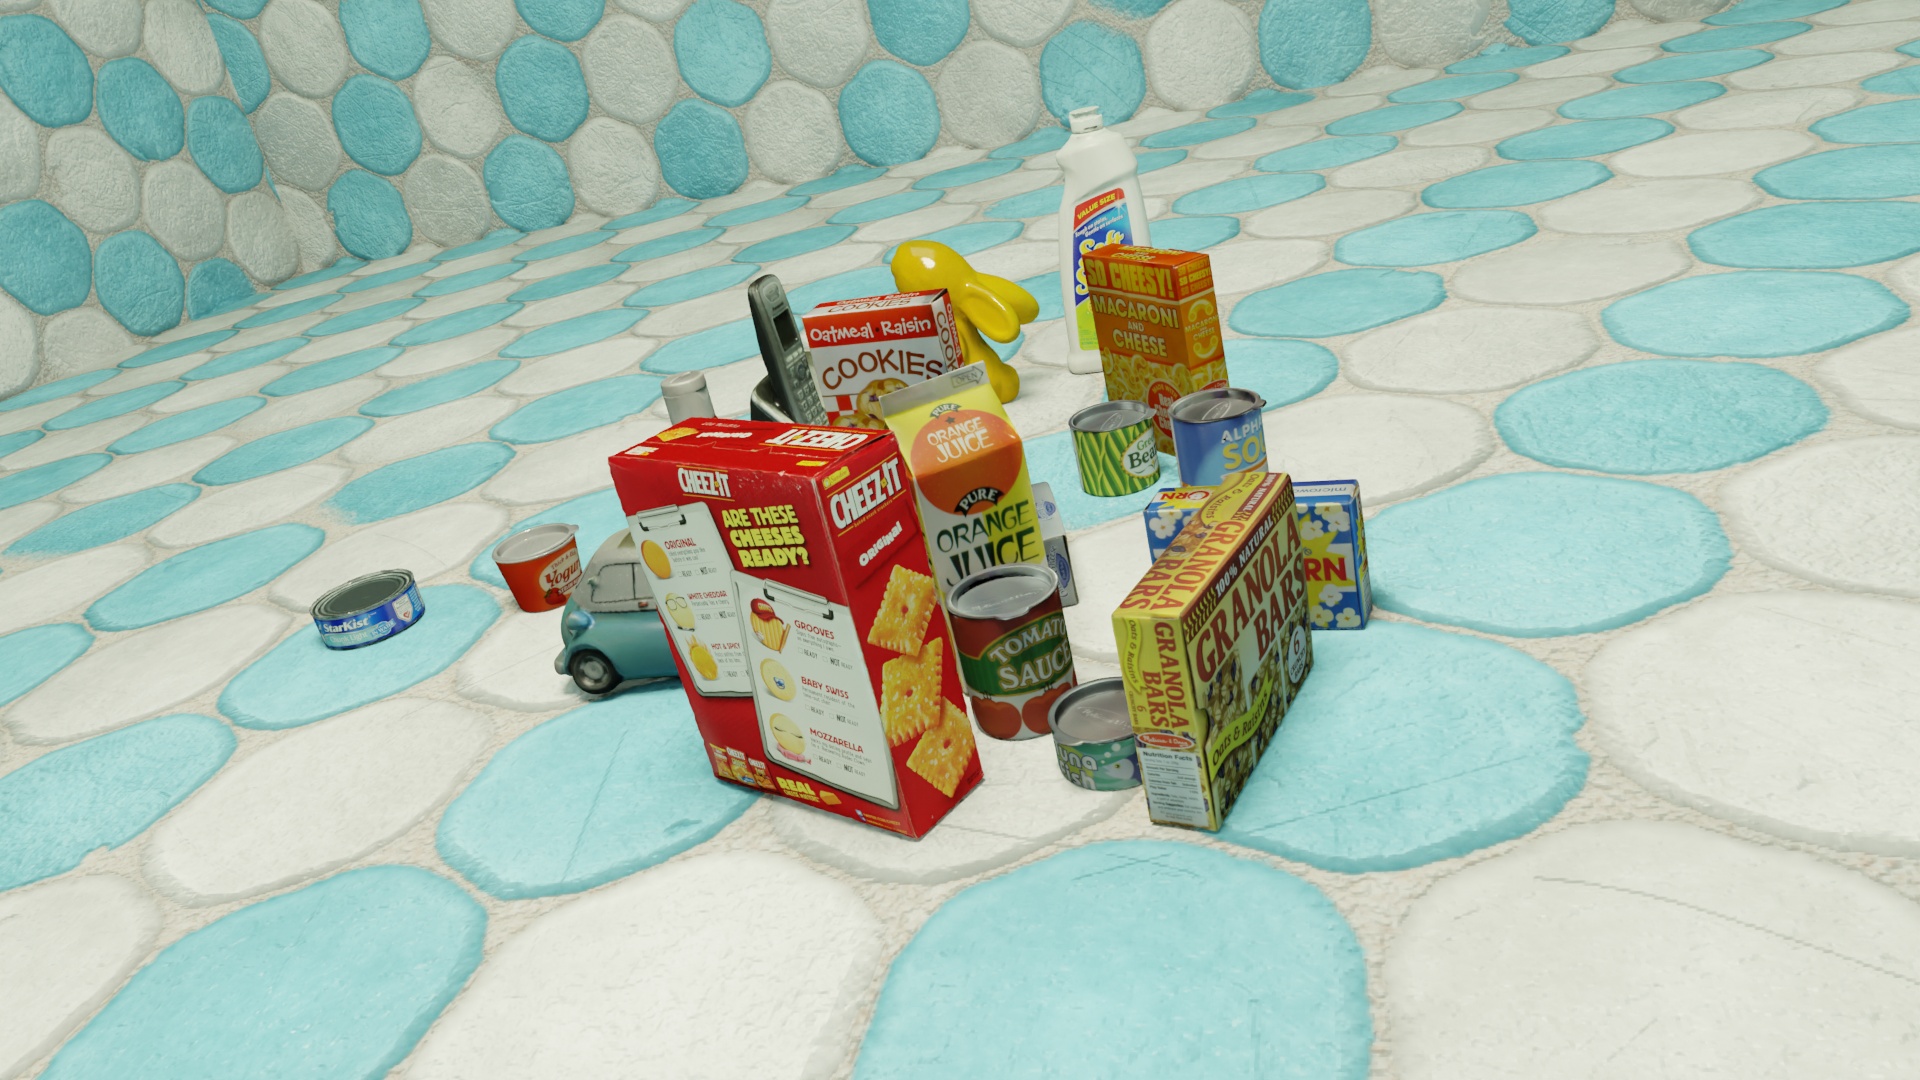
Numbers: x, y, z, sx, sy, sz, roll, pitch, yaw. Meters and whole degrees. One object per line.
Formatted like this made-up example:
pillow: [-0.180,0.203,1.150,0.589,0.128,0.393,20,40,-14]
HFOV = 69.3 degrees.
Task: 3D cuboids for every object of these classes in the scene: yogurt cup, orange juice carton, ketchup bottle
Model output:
yogurt cup: [-0.343,0.023,1.140,0.072,0.053,0.073,-11,23,5]
orange juice carton: [0.003,-0.011,0.861,0.072,0.192,0.073,-20,24,-15]
ketchup bottle: [-0.212,-0.066,1.154,0.043,0.148,0.065,-3,25,23]

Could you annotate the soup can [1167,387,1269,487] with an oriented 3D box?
soup can: [0.193,-0.061,1.013,0.071,0.083,0.071,-11,23,5]

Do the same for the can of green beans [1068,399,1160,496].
can of green beans: [0.124,-0.074,1.111,0.071,0.057,0.071,-11,23,5]

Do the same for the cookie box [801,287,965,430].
cookie box: [-0.054,-0.124,1.179,0.123,0.166,0.040,-2,25,24]

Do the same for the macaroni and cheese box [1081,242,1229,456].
macaroni and cheese box: [0.163,-0.156,1.139,0.040,0.165,0.124,-24,25,-24]

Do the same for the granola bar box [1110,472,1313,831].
granola bar box: [0.139,0.053,0.731,0.039,0.123,0.166,2,27,32]

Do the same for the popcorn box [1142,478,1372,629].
popcorn box: [0.184,0.010,0.855,0.126,0.085,0.038,-2,25,24]

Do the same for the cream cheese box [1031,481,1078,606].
cream cheese box: [0.061,0.002,0.976,0.024,0.053,0.104,-13,23,1]

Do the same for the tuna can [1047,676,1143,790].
tuna can: [0.081,0.106,0.757,0.071,0.032,0.071,-11,23,5]

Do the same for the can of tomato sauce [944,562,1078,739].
can of tomato sauce: [0.033,0.065,0.811,0.071,0.082,0.071,-11,23,5]
